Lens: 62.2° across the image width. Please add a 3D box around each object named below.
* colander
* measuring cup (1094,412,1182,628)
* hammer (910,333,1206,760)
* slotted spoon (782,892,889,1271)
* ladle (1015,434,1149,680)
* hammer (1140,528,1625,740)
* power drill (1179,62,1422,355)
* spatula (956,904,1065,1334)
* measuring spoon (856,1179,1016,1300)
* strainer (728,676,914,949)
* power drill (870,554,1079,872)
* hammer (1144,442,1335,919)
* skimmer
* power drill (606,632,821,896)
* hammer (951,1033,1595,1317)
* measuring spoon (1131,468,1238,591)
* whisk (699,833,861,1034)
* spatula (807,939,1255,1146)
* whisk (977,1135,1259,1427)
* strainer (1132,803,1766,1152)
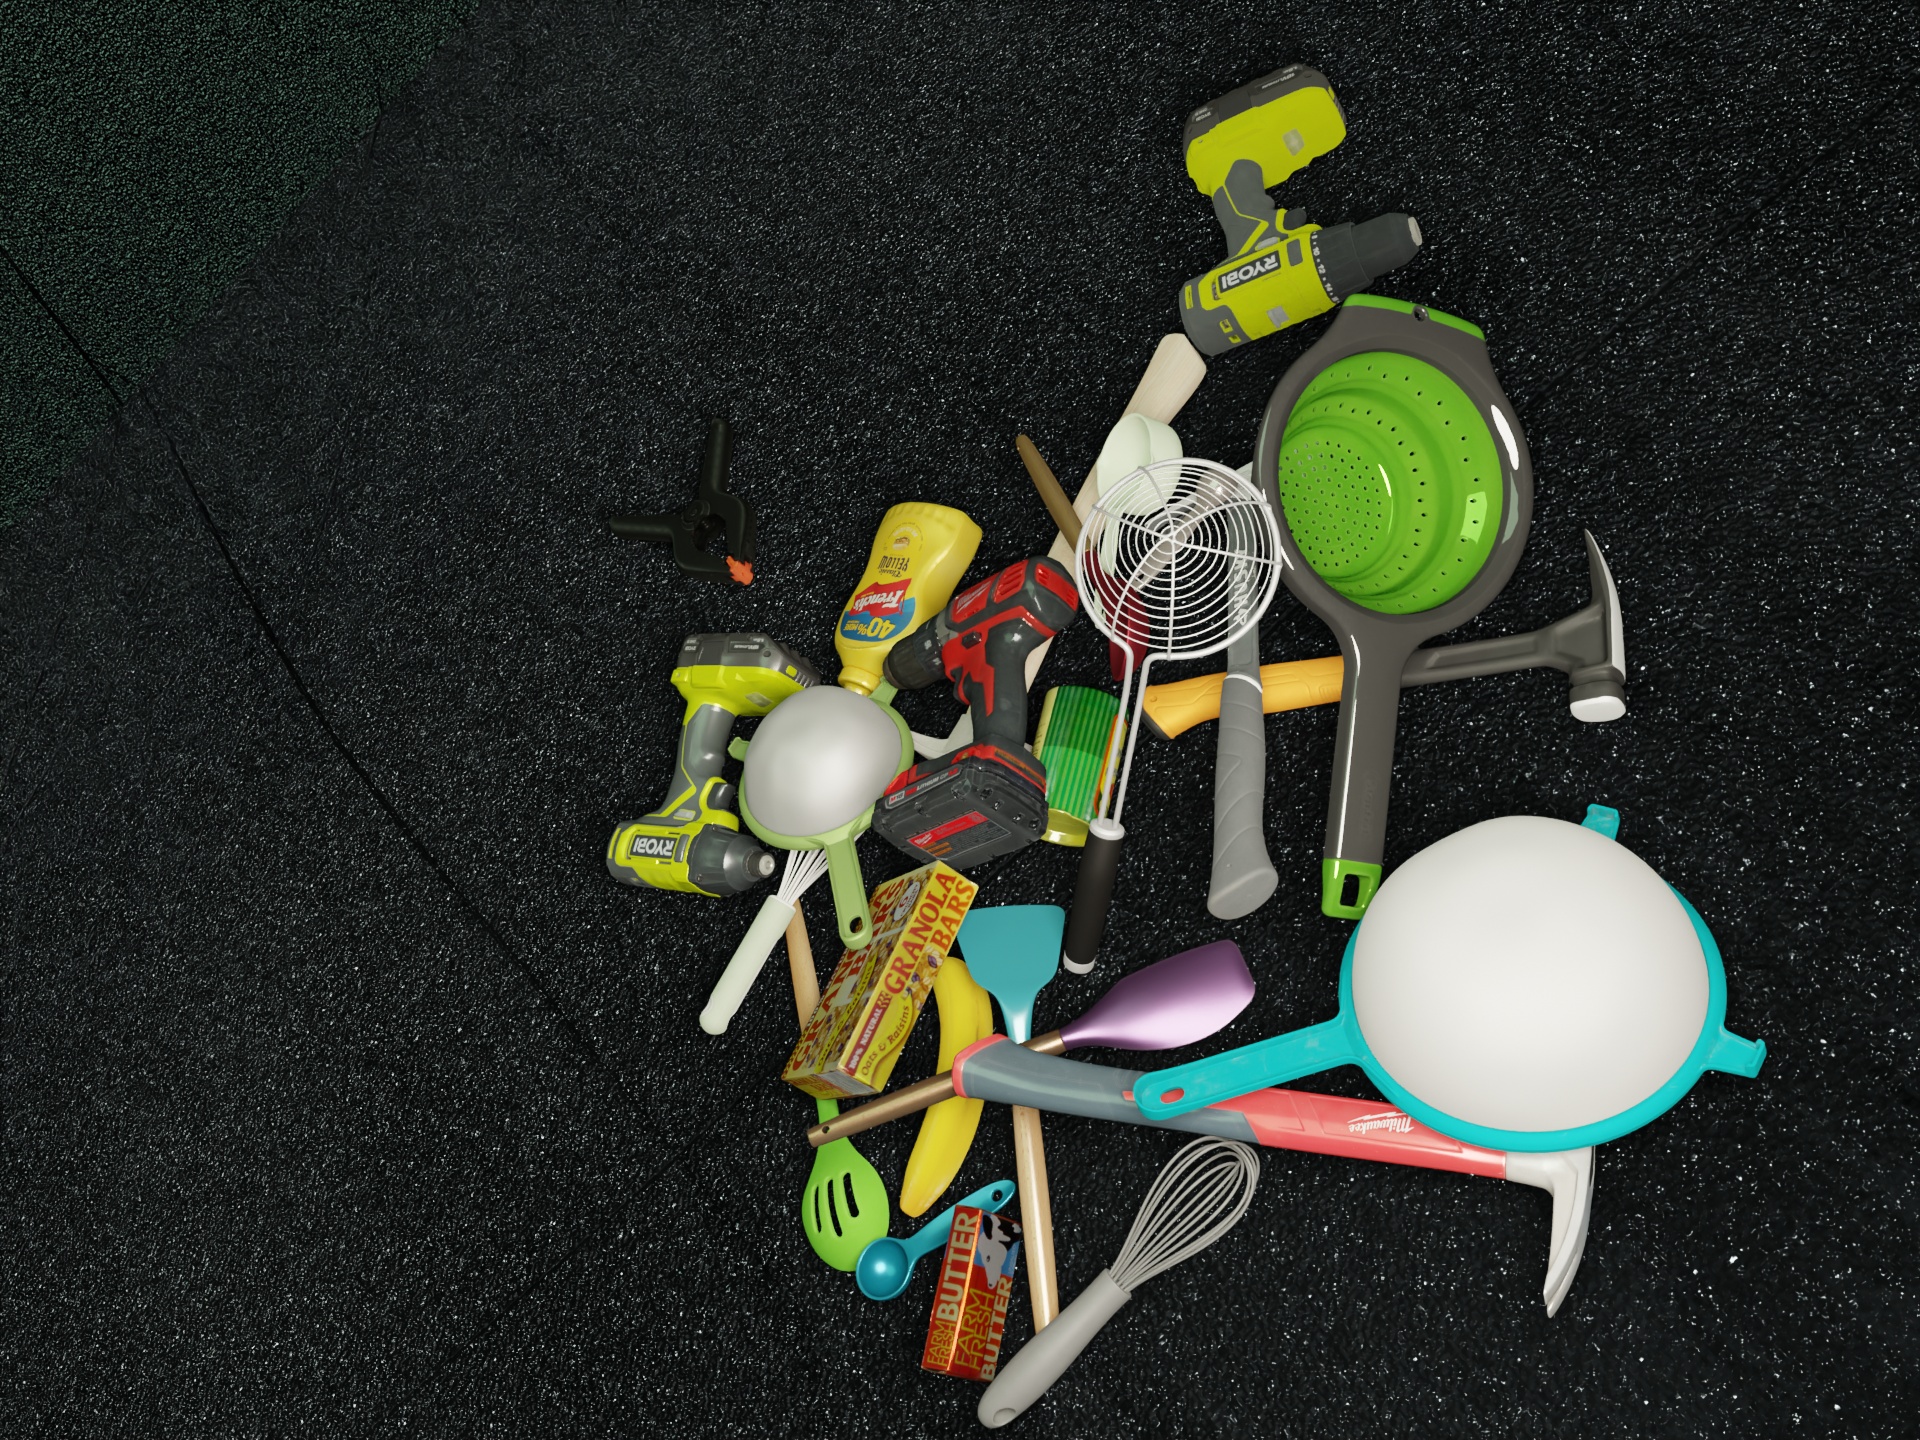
[{"bbox_3d":[0.255,-0.071,1.045,0.094,0.204,0.397,171,107,-71],"label":"colander"},{"bbox_3d":[0.134,-0.152,1.233,0.083,0.038,0.167,16,97,64],"label":"measuring cup"},{"bbox_3d":[0.084,-0.140,1.301,0.146,0.038,0.411,17,74,43],"label":"hammer"},{"bbox_3d":[-0.109,0.261,1.206,0.070,0.031,0.314,-29,49,16],"label":"slotted spoon"},{"bbox_3d":[0.091,-0.140,1.243,0.031,0.069,0.316,-3,40,-16],"label":"ladle"},{"bbox_3d":[0.278,-0.039,1.098,0.337,0.034,0.127,-10,59,32],"label":"hammer"},{"bbox_3d":[0.271,-0.424,1.309,0.190,0.080,0.229,-17,57,28],"label":"power drill"},{"bbox_3d":[0.046,0.270,1.078,0.082,0.044,0.318,-4,65,-2],"label":"spatula"},{"bbox_3d":[-0.013,0.355,1.090,0.128,0.021,0.042,-34,49,3],"label":"measuring spoon"},{"bbox_3d":[-0.107,0.059,1.217,0.151,0.069,0.257,-22,45,6],"label":"strainer"},{"bbox_3d":[-0.002,-0.004,1.189,0.188,0.080,0.227,-25,43,41],"label":"power drill"},{"bbox_3d":[0.191,-0.038,1.107,0.149,0.036,0.409,-19,42,29],"label":"hammer"},{"bbox_3d":[0.117,0.009,1.050,0.127,0.363,0.090,19,35,17],"label":"skimmer"},{"bbox_3d":[-0.205,0.041,1.378,0.171,0.080,0.223,1,68,36],"label":"power drill"},{"bbox_3d":[0.167,0.246,0.943,0.386,0.038,0.143,1,49,27],"label":"hammer"},{"bbox_3d":[0.163,-0.146,1.200,0.124,0.018,0.034,-50,36,-7],"label":"measuring spoon"},{"bbox_3d":[-0.137,0.140,1.269,0.246,0.059,0.058,-60,14,-15],"label":"whisk"},{"bbox_3d":[0.045,0.225,1.063,0.316,0.018,0.060,-21,62,3],"label":"spatula"},{"bbox_3d":[0.095,0.347,0.982,0.239,0.055,0.055,-47,47,1],"label":"whisk"},{"bbox_3d":[0.253,0.147,0.899,0.340,0.095,0.211,-19,43,6],"label":"strainer"}]
